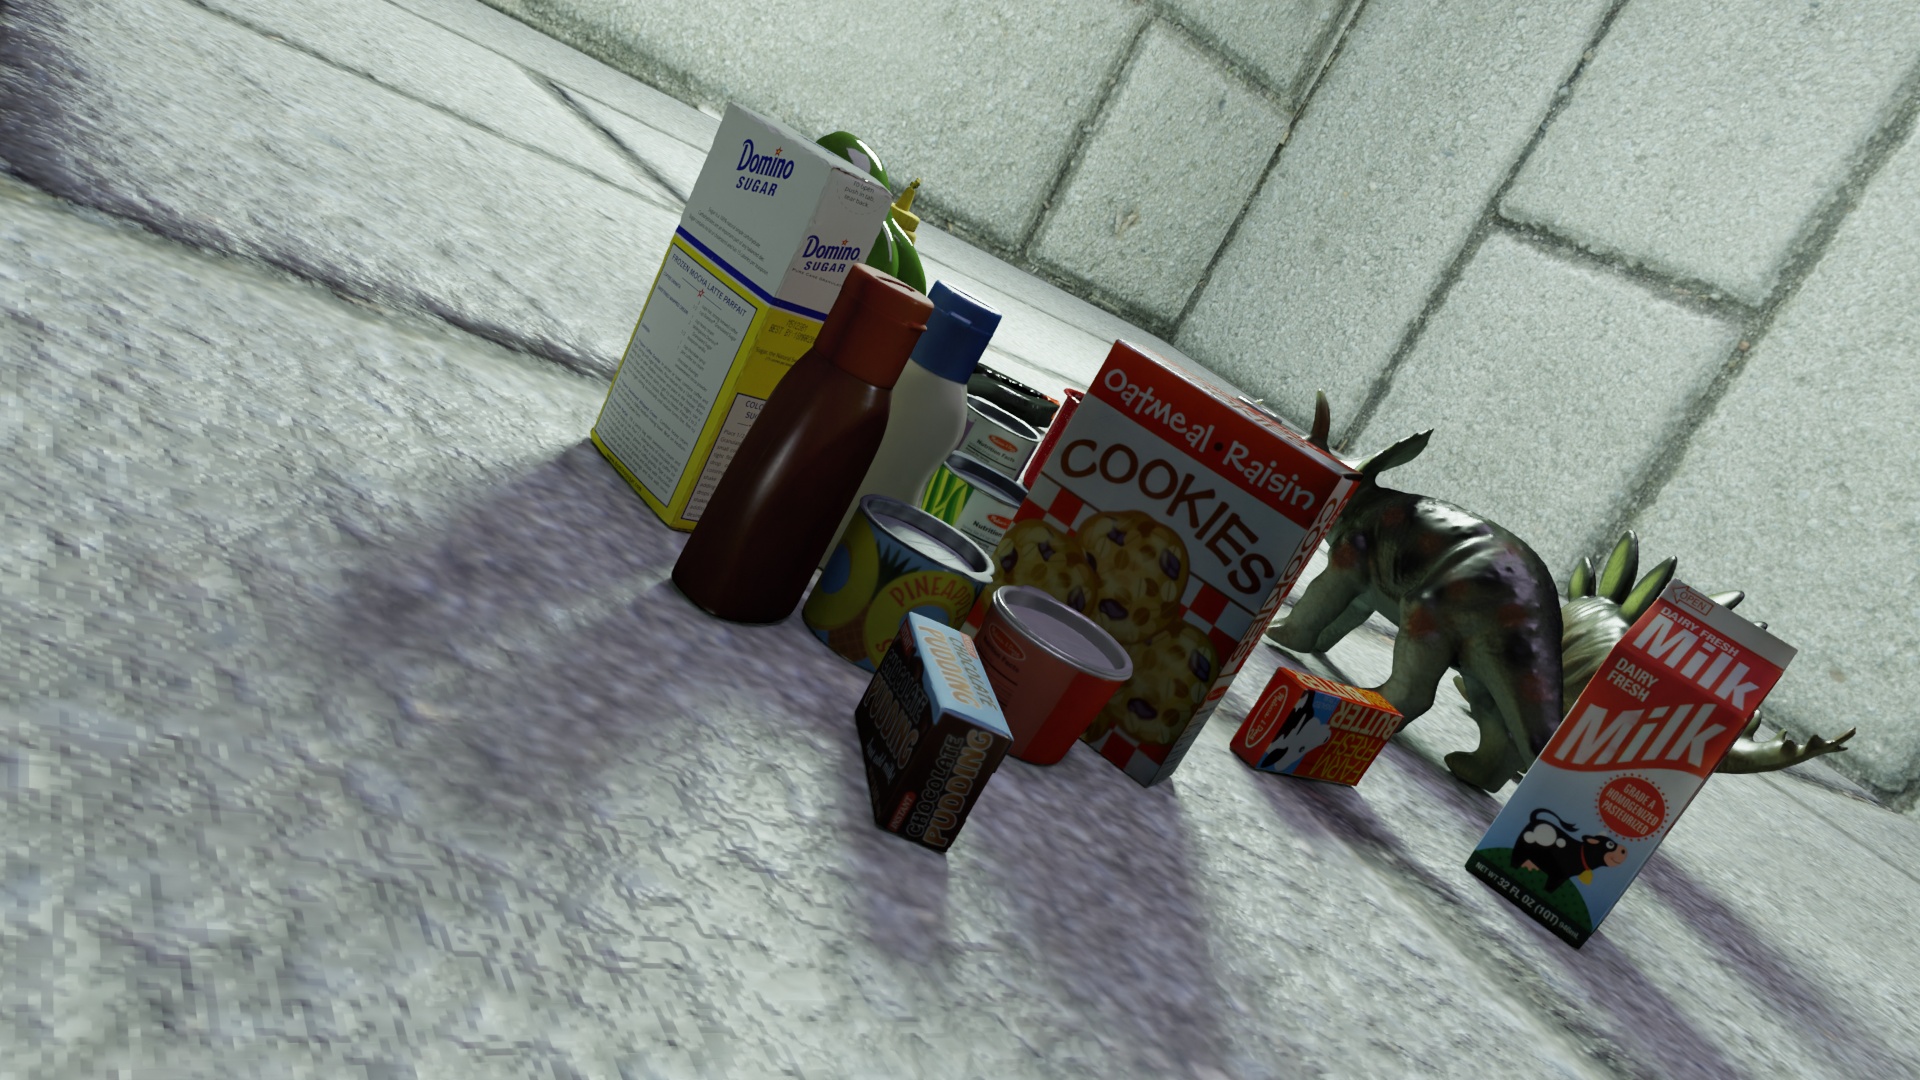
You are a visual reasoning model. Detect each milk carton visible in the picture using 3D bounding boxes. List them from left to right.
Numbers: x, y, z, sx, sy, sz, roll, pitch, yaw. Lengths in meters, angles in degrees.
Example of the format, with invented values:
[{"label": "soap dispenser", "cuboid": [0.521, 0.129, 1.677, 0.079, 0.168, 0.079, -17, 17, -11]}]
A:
[{"label": "milk carton", "cuboid": [0.363, 0.118, 0.752, 0.072, 0.190, 0.073, 37, 16, 29]}]

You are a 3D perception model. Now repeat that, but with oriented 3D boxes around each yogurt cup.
[{"label": "yogurt cup", "cuboid": [0.032, 0.059, 0.597, 0.072, 0.053, 0.072, 27, 14, -7]}]

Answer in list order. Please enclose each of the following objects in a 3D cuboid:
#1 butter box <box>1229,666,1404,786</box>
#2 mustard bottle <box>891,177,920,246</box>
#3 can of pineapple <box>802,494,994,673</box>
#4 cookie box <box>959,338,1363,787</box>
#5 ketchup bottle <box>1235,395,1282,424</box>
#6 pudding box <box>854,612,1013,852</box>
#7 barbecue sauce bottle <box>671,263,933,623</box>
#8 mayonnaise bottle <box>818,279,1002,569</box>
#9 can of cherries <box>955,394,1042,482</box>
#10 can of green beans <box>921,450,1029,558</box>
[{"label": "butter box", "cuboid": [0.196, 0.104, 0.762, 0.103, 0.053, 0.024, 16, 19, -41]}, {"label": "mustard bottle", "cuboid": [-0.077, -0.250, 1.229, 0.065, 0.159, 0.049, 24, 15, -21]}, {"label": "can of pineapple", "cuboid": [-0.027, 0.022, 0.605, 0.071, 0.057, 0.071, 27, 14, -7]}, {"label": "cookie box", "cuboid": [0.086, 0.009, 0.644, 0.123, 0.167, 0.040, 35, 15, 23]}, {"label": "ketchup bottle", "cuboid": [0.173, -0.030, 0.980, 0.065, 0.148, 0.043, 39, 17, 34]}, {"label": "pudding box", "cuboid": [-0.011, 0.066, 0.499, 0.030, 0.049, 0.084, 25, 15, -18]}, {"label": "barbecue sauce bottle", "cuboid": [-0.060, -0.038, 0.563, 0.044, 0.148, 0.065, 35, 15, 23]}, {"label": "mayonnaise bottle", "cuboid": [-0.030, -0.052, 0.668, 0.065, 0.147, 0.041, 28, 14, -7]}, {"label": "can of cherries", "cuboid": [0.014, -0.062, 0.968, 0.071, 0.058, 0.072, 27, 14, -7]}, {"label": "can of green beans", "cuboid": [0.003, -0.009, 0.766, 0.071, 0.057, 0.071, 27, 14, -7]}]
